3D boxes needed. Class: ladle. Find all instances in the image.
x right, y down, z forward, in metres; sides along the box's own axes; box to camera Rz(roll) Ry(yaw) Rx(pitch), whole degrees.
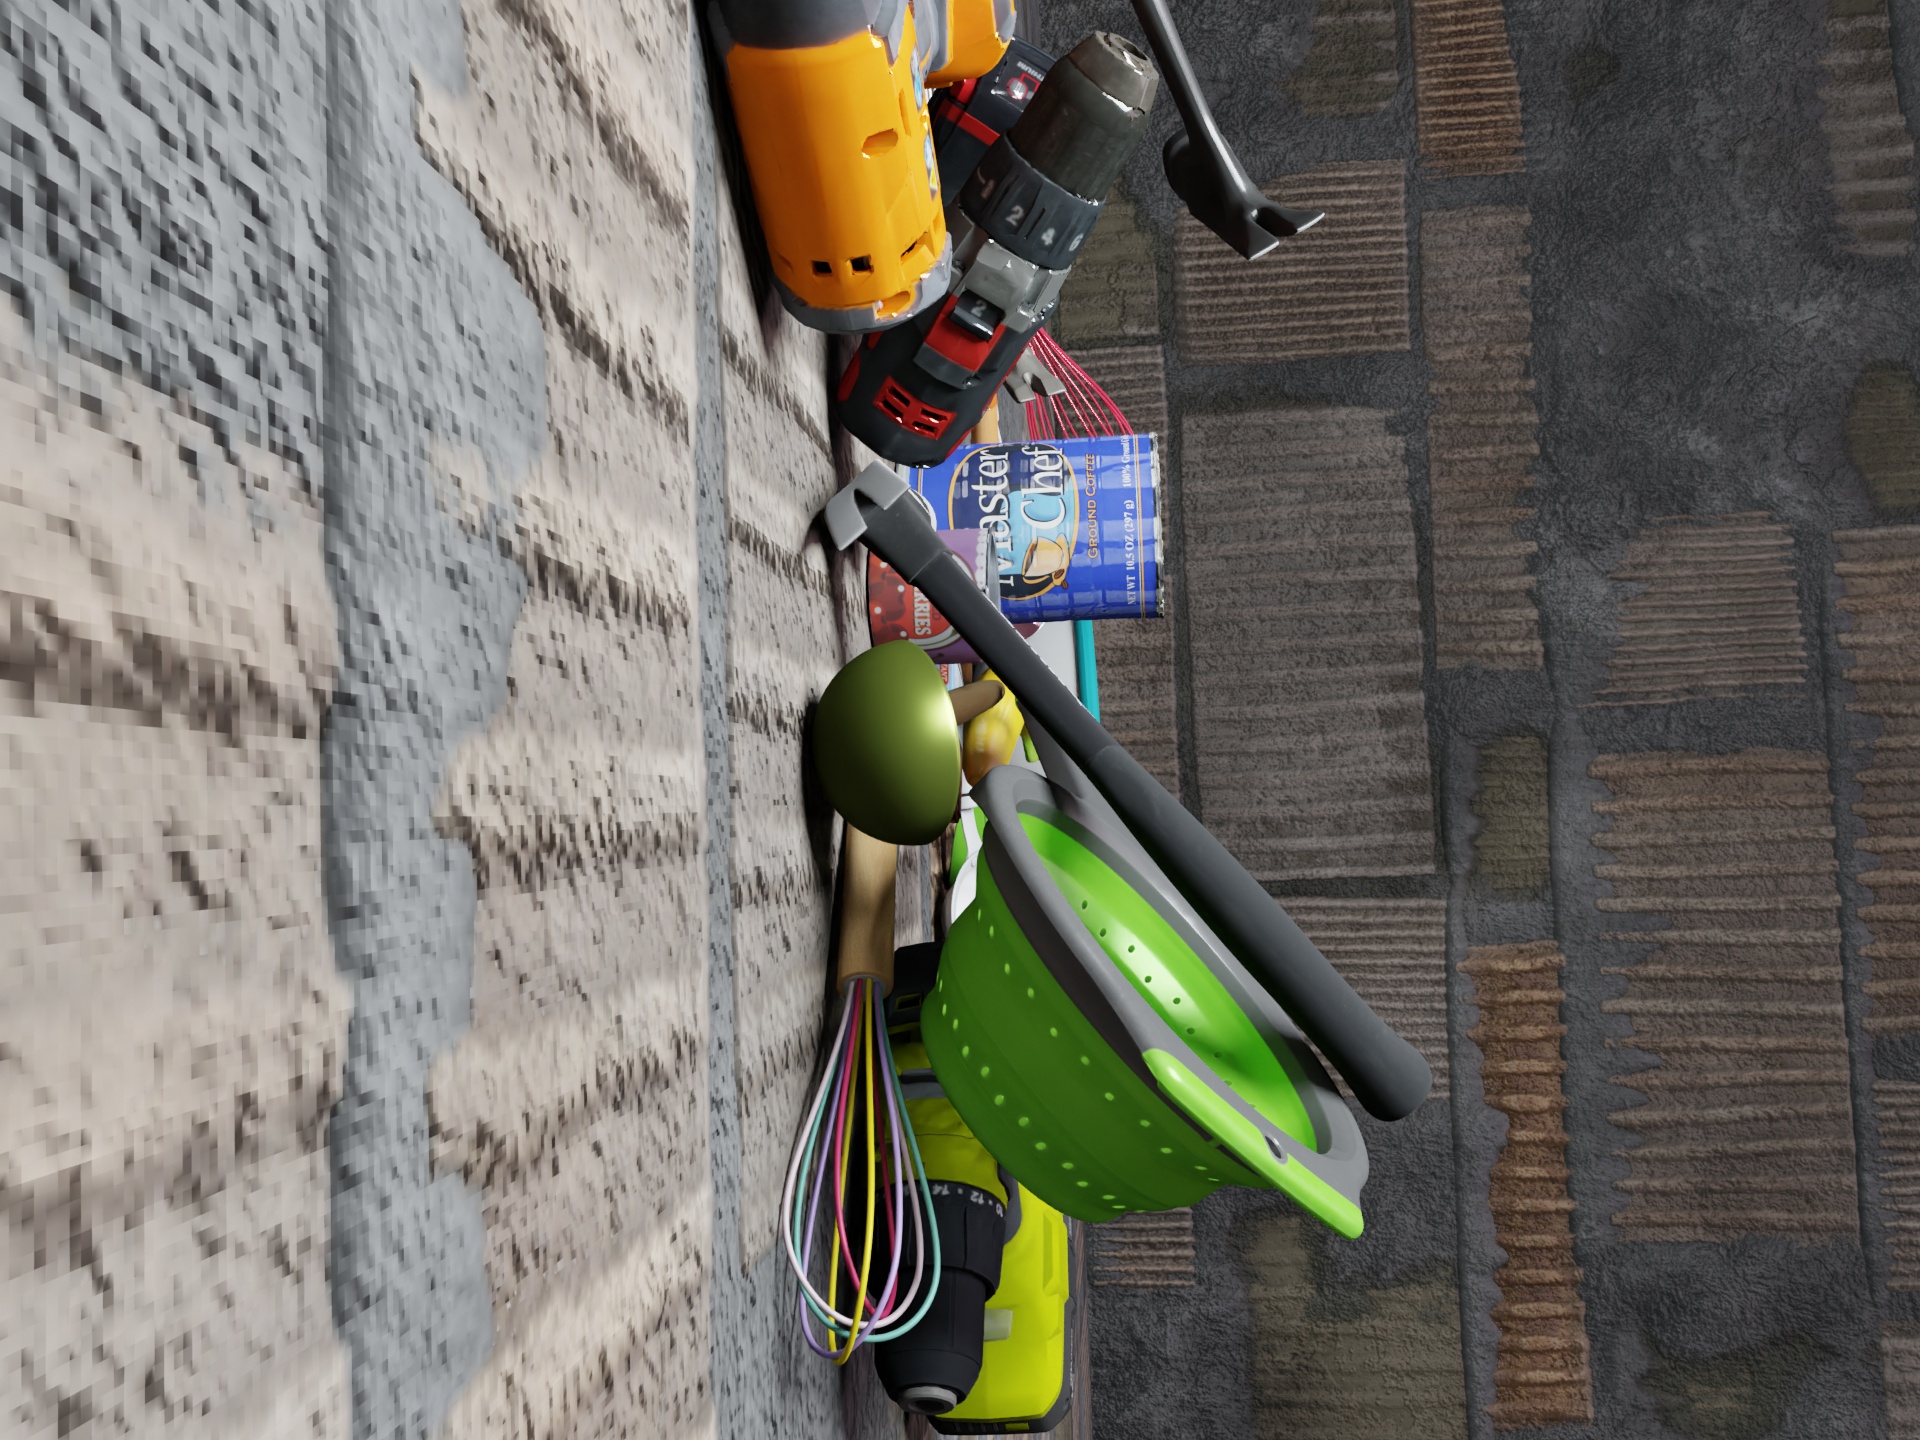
[{"bbox_3d":[-0.001,-0.002,0.718,0.320,0.062,0.078,-25,110,-77],"label":"ladle"}]

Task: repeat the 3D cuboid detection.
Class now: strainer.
[{"bbox_3d":[0.003,0.055,0.956,0.087,0.050,0.258,-18,102,-55],"label":"strainer"},{"bbox_3d":[0.051,-0.052,1.206,0.211,0.095,0.340,76,10,-74],"label":"strainer"}]

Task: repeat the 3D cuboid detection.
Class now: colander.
[{"bbox_3d":[0.041,0.088,0.682,0.204,0.094,0.397,41,12,-22],"label":"colander"}]

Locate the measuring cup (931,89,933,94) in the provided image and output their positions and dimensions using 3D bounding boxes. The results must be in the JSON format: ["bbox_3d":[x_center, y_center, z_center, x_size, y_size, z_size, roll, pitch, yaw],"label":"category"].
[{"bbox_3d":[-0.006,-0.446,1.080,0.083,0.038,0.167,-85,169,-49],"label":"measuring cup"}]

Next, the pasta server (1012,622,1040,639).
[{"bbox_3d":[0.029,0.014,1.069,0.060,0.040,0.316,-29,138,-36],"label":"pasta server"}]

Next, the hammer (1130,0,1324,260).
[{"bbox_3d":[0.045,-0.332,0.601,0.336,0.034,0.127,56,9,-32],"label":"hammer"}]

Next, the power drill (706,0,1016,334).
[{"bbox_3d":[-0.034,-0.265,0.560,0.164,0.084,0.227,79,14,-44],"label":"power drill"}]

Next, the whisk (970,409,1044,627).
[{"bbox_3d":[0.019,-0.191,1.144,0.070,0.070,0.285,59,24,-77],"label":"whisk"}]

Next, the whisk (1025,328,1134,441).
[{"bbox_3d":[0.051,-0.266,1.125,0.295,0.073,0.073,60,19,-26],"label":"whisk"}]

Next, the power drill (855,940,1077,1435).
[{"bbox_3d":[0.002,0.236,0.717,0.228,0.080,0.191,76,11,-48],"label":"power drill"}]

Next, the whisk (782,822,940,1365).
[{"bbox_3d":[-0.034,0.115,0.588,0.245,0.051,0.047,-90,168,-45],"label":"whisk"}]

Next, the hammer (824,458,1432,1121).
[{"bbox_3d":[0.066,0.026,0.635,0.335,0.035,0.146,48,5,3],"label":"hammer"}]

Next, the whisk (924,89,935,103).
[{"bbox_3d":[-0.010,-0.304,0.877,0.059,0.058,0.246,-15,119,-41],"label":"whisk"}]

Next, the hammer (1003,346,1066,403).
[{"bbox_3d":[0.003,-0.370,0.934,0.149,0.036,0.358,-112,-173,-55],"label":"hammer"}]

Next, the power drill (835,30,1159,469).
[{"bbox_3d":[0.019,-0.233,0.698,0.187,0.080,0.227,-52,-161,33],"label":"power drill"}]

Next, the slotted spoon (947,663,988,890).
[{"bbox_3d":[-0.002,-0.049,1.015,0.070,0.031,0.314,8,79,-83],"label":"slotted spoon"}]

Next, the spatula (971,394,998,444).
[{"bbox_3d":[0.023,-0.168,0.959,0.081,0.041,0.322,-59,156,-44],"label":"spatula"}]
